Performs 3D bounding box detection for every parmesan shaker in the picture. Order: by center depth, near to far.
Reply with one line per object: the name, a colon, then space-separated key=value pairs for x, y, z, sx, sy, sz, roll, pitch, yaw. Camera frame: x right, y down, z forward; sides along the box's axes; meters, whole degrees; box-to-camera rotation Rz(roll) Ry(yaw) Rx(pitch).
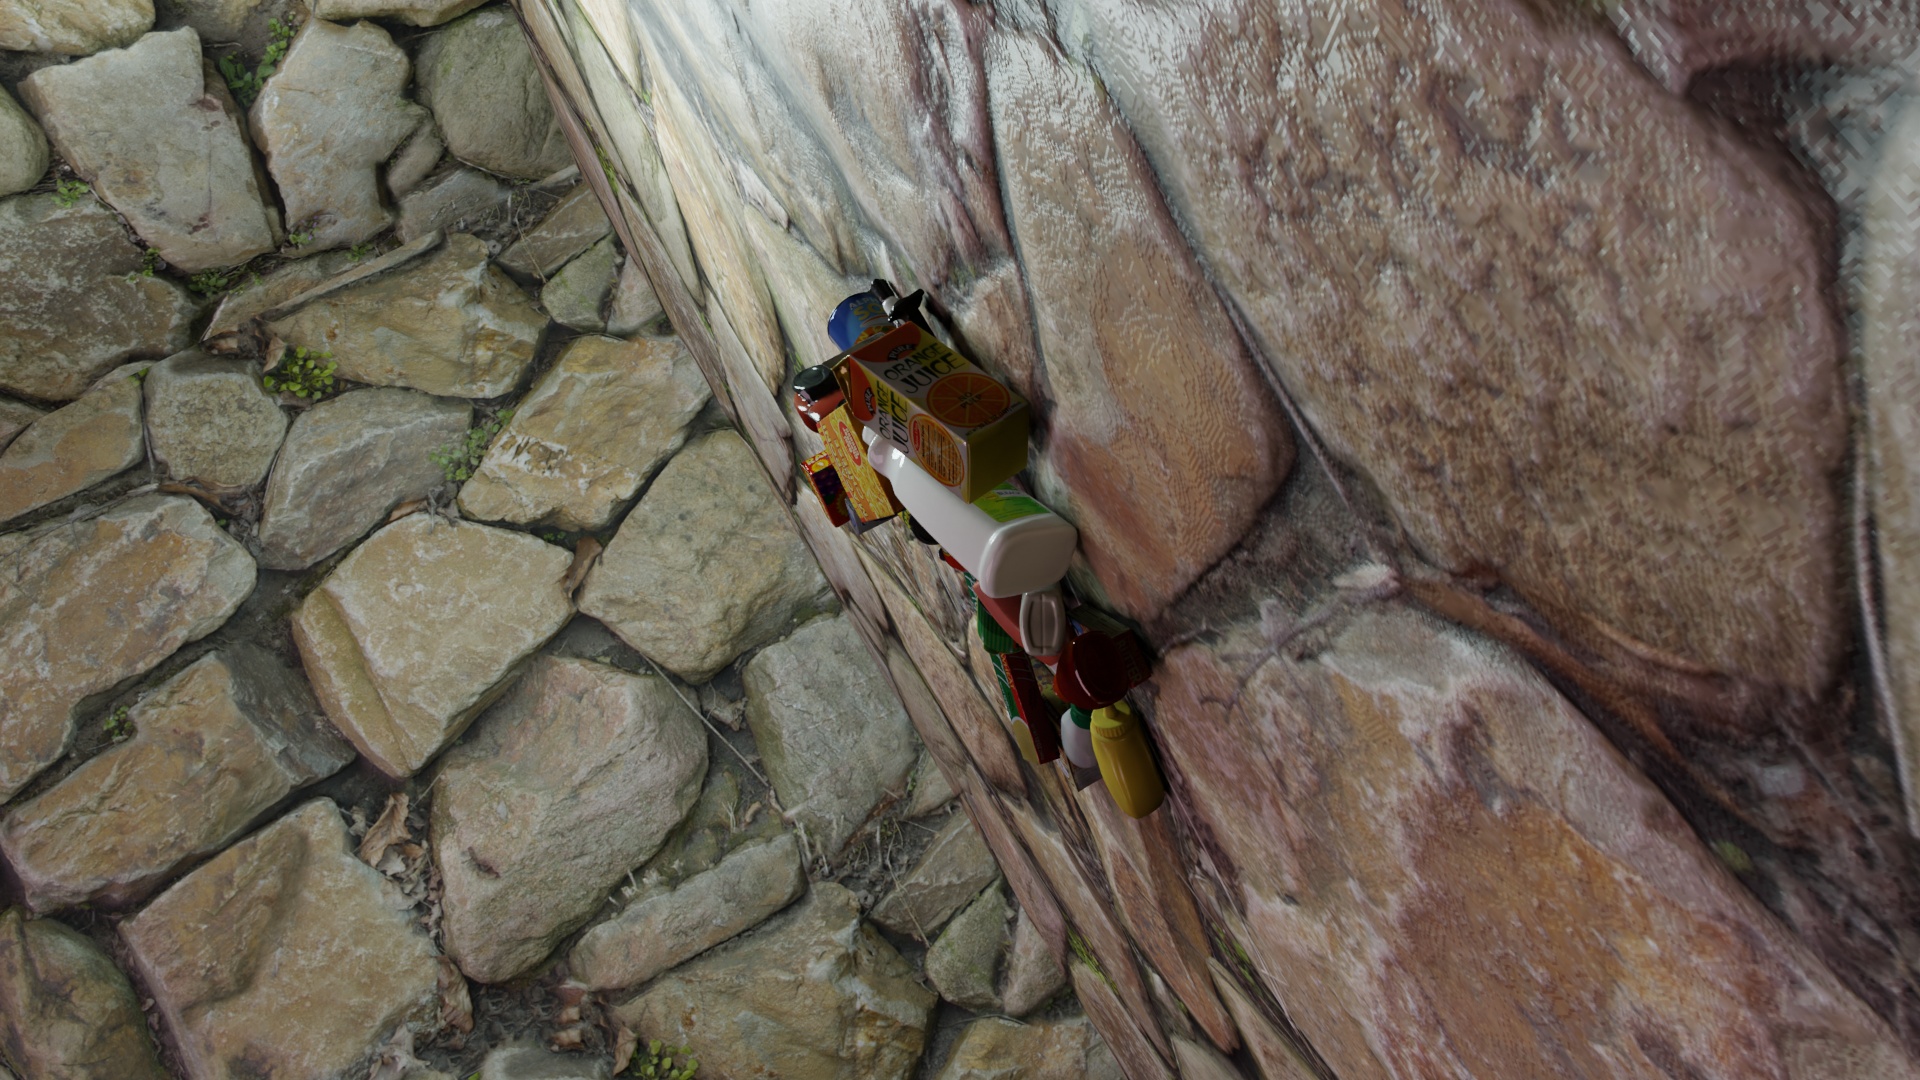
parmesan shaker: x=0.049 y=0.074 z=1.458 sx=0.071 sy=0.071 sz=0.102 roll=56 pitch=168 yaw=20

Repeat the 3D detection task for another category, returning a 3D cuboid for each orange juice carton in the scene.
orange juice carton: x=-0.033 y=-0.121 z=1.187 sx=0.193 sy=0.072 sz=0.072 roll=38 pitch=147 yaw=31

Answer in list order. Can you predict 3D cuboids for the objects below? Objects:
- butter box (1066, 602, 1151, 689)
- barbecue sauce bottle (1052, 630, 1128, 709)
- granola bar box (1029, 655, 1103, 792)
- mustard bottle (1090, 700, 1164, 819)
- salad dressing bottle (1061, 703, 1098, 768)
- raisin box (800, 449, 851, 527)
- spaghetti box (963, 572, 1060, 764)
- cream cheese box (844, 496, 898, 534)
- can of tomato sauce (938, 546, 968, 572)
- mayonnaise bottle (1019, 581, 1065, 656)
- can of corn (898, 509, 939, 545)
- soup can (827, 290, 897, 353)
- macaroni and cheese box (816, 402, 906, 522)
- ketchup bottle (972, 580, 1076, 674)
butter box: x=0.132 y=0.094 z=1.252 sx=0.053 sy=0.024 sz=0.103 roll=65 pitch=168 yaw=-18
barbecue sauce bottle: x=0.110 y=0.120 z=1.231 sx=0.148 sy=0.044 sz=0.065 roll=115 pitch=136 yaw=-77
granola bar box: x=0.100 y=0.199 z=1.634 sx=0.166 sy=0.039 sz=0.123 roll=50 pitch=165 yaw=42
mustard bottle: x=0.158 y=0.202 z=1.352 sx=0.065 sy=0.049 sz=0.159 roll=48 pitch=163 yaw=50
salad dressing bottle: x=0.133 y=0.195 z=1.463 sx=0.064 sy=0.044 sz=0.147 roll=56 pitch=167 yaw=24
raisin box: x=-0.119 y=-0.083 z=1.674 sx=0.040 sy=0.123 sz=0.085 roll=45 pitch=161 yaw=53
spaghetti box: x=0.055 y=0.128 z=1.551 sx=0.050 sy=0.029 sz=0.249 roll=-6 pitch=102 yaw=69
cream cheese box: x=-0.084 y=-0.050 z=1.655 sx=0.024 sy=0.104 sz=0.053 roll=57 pitch=168 yaw=31
can of tomato sauce: x=0.005 y=-0.018 z=1.422 sx=0.071 sy=0.071 sz=0.082 roll=52 pitch=165 yaw=38
mayonnaise bottle: x=0.076 y=0.062 z=1.279 sx=0.148 sy=0.041 sz=0.064 roll=-62 pitch=-29 yaw=-81
can of corn: x=-0.038 y=-0.038 z=1.565 sx=0.058 sy=0.071 sz=0.071 roll=48 pitch=164 yaw=49
soup can: x=-0.083 y=-0.198 z=1.375 sx=0.084 sy=0.071 sz=0.071 roll=51 pitch=165 yaw=37
macaroni and cheese box: x=-0.099 y=-0.085 z=1.468 sx=0.123 sy=0.040 sz=0.166 roll=65 pitch=165 yaw=-4
ketchup bottle: x=0.080 y=0.084 z=1.379 sx=0.149 sy=0.065 sz=0.043 roll=52 pitch=156 yaw=-2
